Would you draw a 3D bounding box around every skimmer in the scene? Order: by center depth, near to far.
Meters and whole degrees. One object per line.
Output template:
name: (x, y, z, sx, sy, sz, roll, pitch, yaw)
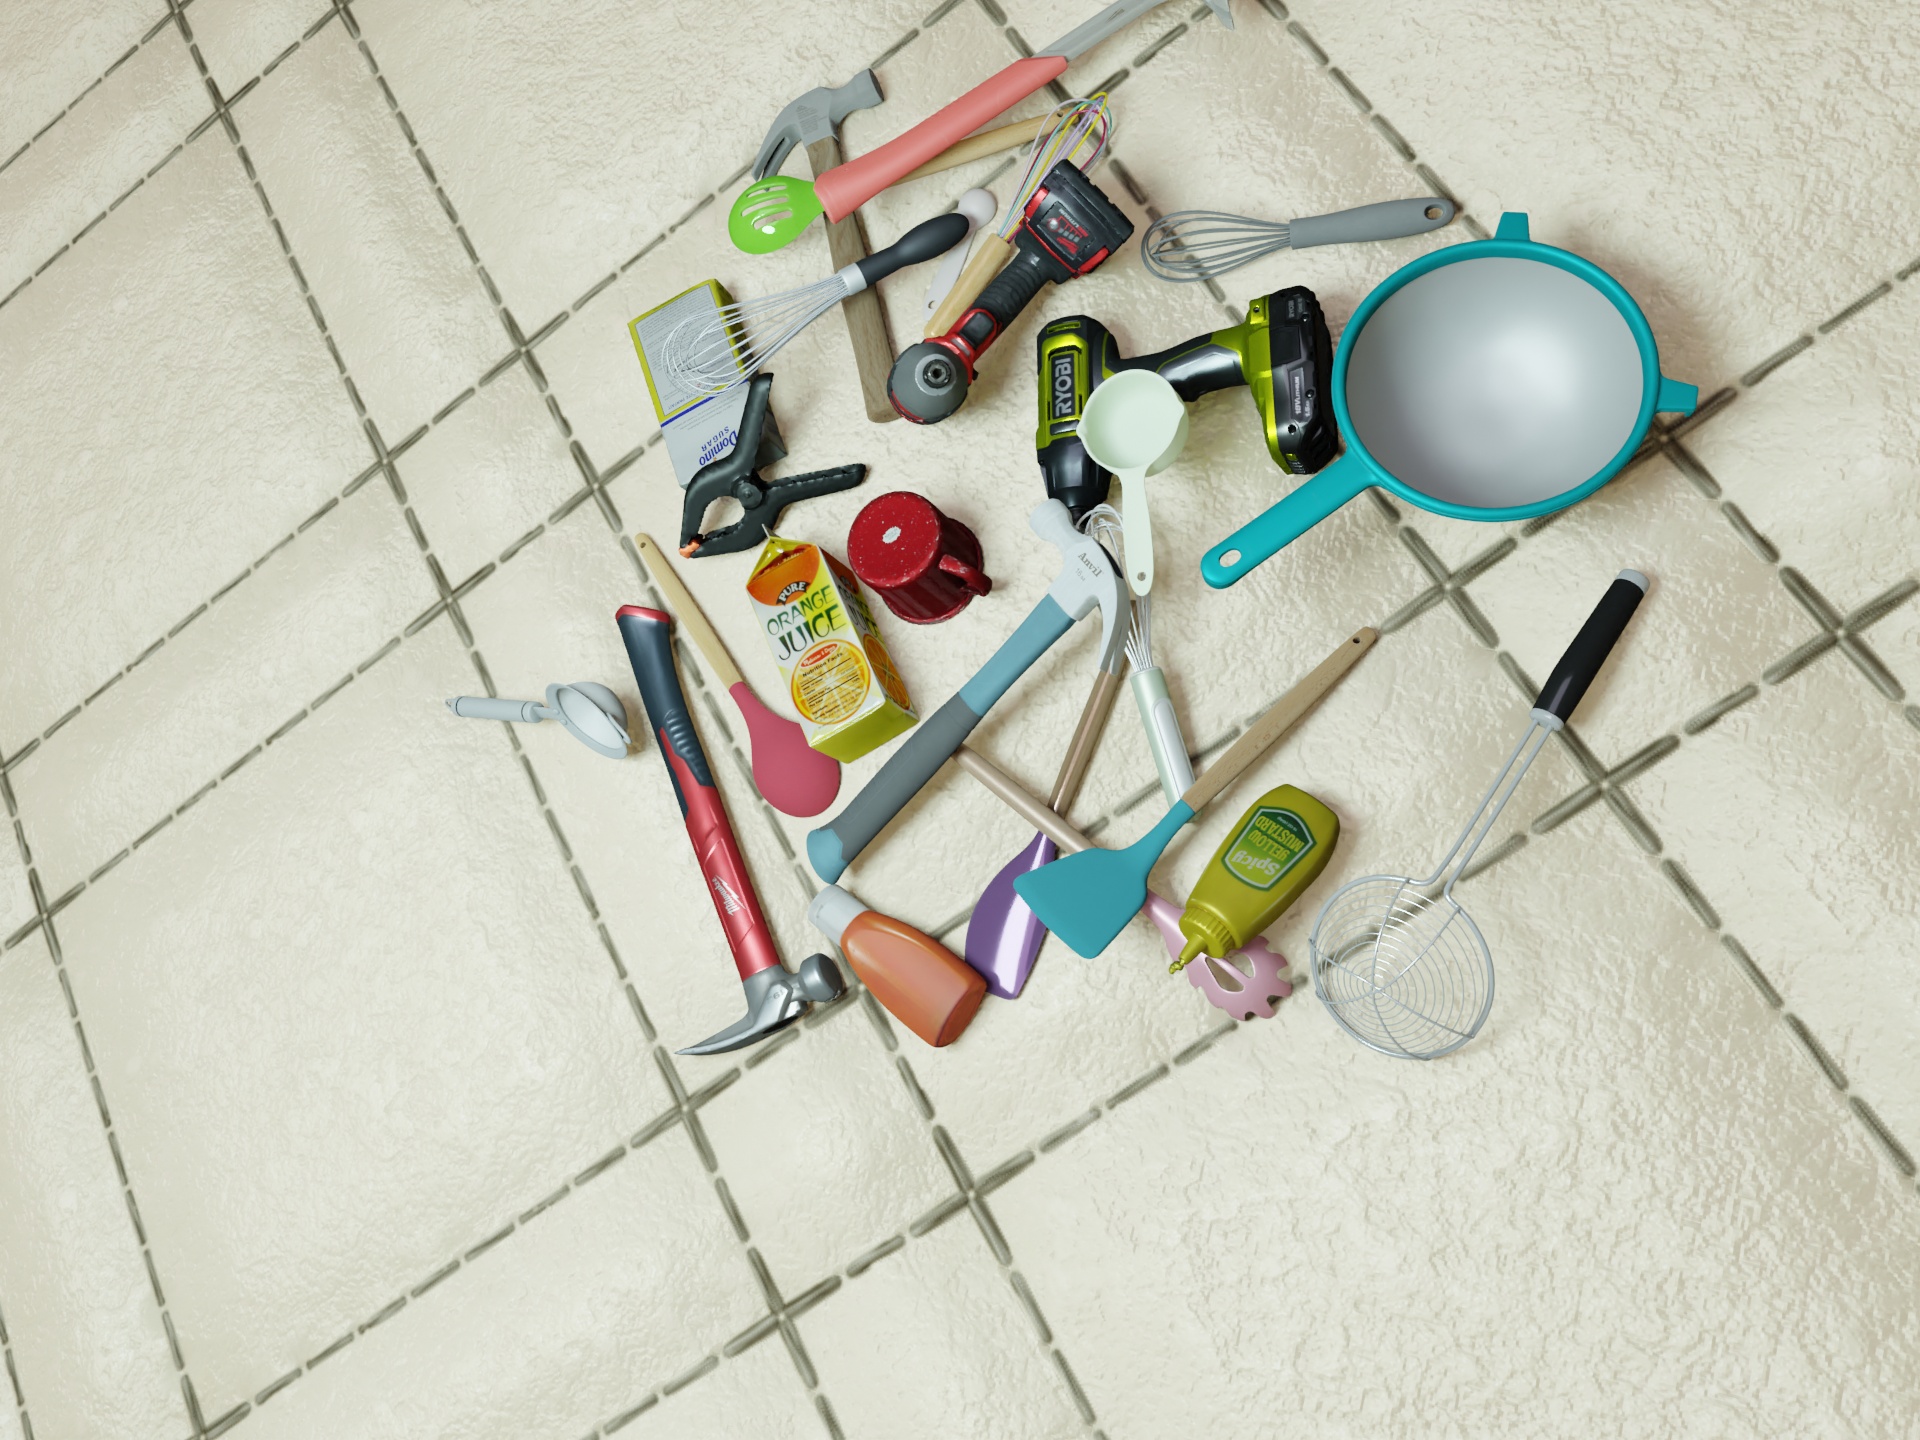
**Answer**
skimmer: (0.365, 0.059, 1.078, 0.127, 0.090, 0.363, 30, 79, 28)

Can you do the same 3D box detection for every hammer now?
hammer: (-0.002, -0.004, 1.186, 0.331, 0.033, 0.128, -47, 64, 15)
hammer: (0.042, -0.513, 1.301, 0.359, 0.036, 0.149, -33, 50, 1)
hammer: (-0.224, 0.078, 1.301, 0.143, 0.038, 0.387, -29, 68, 14)
hammer: (-0.100, -0.406, 1.379, 0.130, 0.031, 0.331, -19, 71, 16)

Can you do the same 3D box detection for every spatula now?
spatula: (0.179, 0.040, 1.124, 0.317, 0.044, 0.082, -43, 61, -5)
spatula: (0.075, 0.055, 1.199, 0.060, 0.018, 0.316, 20, 86, 24)

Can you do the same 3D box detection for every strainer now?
strainer: (0.315, -0.183, 1.111, 0.340, 0.095, 0.211, -35, 69, 2)
strainer: (-0.359, -0.009, 1.359, 0.258, 0.086, 0.050, 4, 46, 36)

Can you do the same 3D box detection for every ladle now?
ladle: (-0.198, -0.047, 1.330, 0.069, 0.031, 0.316, -40, 64, 7)

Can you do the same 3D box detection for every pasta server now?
pasta server: (0.104, 0.106, 1.159, 0.316, 0.040, 0.060, 38, 92, 24)

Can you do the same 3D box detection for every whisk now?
whisk: (0.135, -0.043, 1.172, 0.057, 0.059, 0.246, -13, 81, -23)
whisk: (0.256, -0.377, 1.225, 0.239, 0.055, 0.055, -3, 76, 16)
whisk: (-0.118, -0.351, 1.316, 0.284, 0.070, 0.070, -29, 67, -5)
whisk: (0.047, -0.417, 1.321, 0.047, 0.051, 0.245, 41, 98, 33)

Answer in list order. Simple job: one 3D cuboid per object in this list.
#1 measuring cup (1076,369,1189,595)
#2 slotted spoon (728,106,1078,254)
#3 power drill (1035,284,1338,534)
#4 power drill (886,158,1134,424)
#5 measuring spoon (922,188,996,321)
measuring cup: (0.132, -0.169, 1.153, 0.083, 0.038, 0.168, -7, 80, 26)
slotted spoon: (-0.052, -0.467, 1.350, 0.314, 0.031, 0.070, -16, 74, 5)
power drill: (0.166, -0.236, 1.209, 0.223, 0.080, 0.171, -7, 74, 24)
power drill: (0.029, -0.324, 1.244, 0.078, 0.143, 0.219, 42, 91, -9)
measuring spoon: (-0.006, -0.396, 1.346, 0.034, 0.018, 0.124, 22, 86, 25)
